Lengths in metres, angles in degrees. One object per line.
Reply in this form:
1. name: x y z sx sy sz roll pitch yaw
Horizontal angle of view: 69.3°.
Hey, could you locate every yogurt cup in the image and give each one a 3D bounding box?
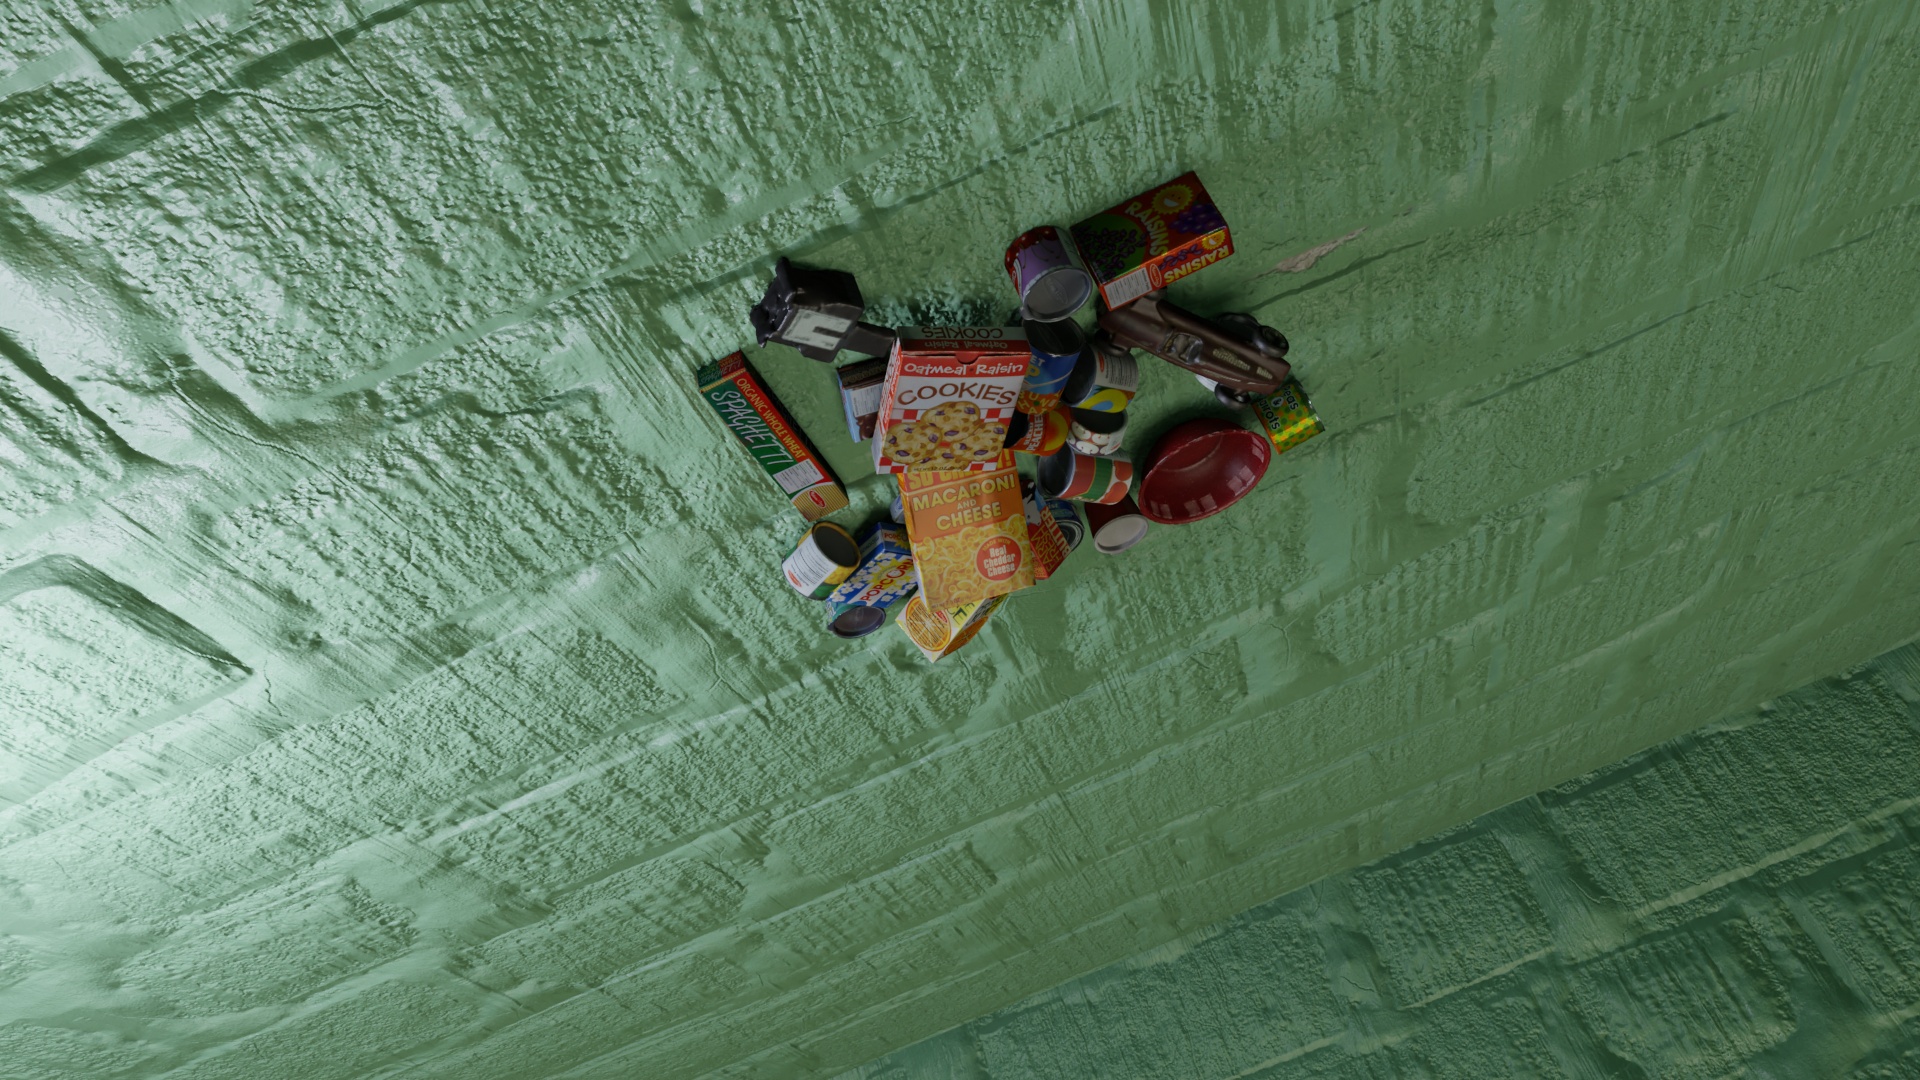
1. yogurt cup: 0.178 -0.026 1.616 0.072 0.054 0.072 -14 145 -10

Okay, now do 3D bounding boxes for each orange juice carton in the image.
1. orange juice carton: 0.010 0.050 1.596 0.072 0.073 0.191 -25 158 -48

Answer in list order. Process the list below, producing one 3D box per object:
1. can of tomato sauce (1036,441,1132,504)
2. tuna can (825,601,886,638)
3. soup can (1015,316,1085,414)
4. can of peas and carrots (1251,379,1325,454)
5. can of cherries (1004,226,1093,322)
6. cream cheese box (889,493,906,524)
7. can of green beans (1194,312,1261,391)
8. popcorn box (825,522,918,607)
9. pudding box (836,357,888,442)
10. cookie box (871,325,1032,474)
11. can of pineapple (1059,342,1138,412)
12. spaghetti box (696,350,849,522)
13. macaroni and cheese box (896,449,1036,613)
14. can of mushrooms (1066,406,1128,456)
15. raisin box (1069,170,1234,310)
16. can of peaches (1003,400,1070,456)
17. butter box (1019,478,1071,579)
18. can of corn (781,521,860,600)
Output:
1. can of tomato sauce: 0.135 -0.073 1.516 0.083 0.071 0.071 6 138 -35
2. tuna can: -0.125 0.083 1.626 0.071 0.033 0.070 -14 145 -10
3. soup can: 0.074 -0.173 1.347 0.071 0.071 0.083 -4 143 -23
4. can of peas and carrots: 0.365 -0.139 1.550 0.058 0.071 0.071 -29 145 13
5. can of cherries: 0.077 -0.241 1.262 0.071 0.058 0.071 -15 146 -10
6. cream cheese box: -0.021 -0.037 1.522 0.104 0.024 0.053 10 135 -37
7. can of green beans: 0.279 -0.191 1.431 0.071 0.071 0.057 -2 142 -25
8. popcorn box: -0.086 0.029 1.548 0.085 0.038 0.126 8 147 -36
9. pudding box: -0.089 -0.136 1.345 0.050 0.030 0.083 -18 146 -7
10. cookie box: -0.011 -0.131 1.318 0.123 0.040 0.166 -2 143 -16
11. can of pineapple: 0.136 -0.163 1.395 0.058 0.071 0.070 5 138 -33
12. spaghetti box: -0.178 -0.096 1.353 0.050 0.029 0.249 -25 146 6
13. macaroni and cheese box: 0.005 -0.018 1.474 0.124 0.040 0.165 -15 111 -12
14. can of mushrooms: 0.139 -0.124 1.453 0.071 0.071 0.033 -8 144 -18
15. raisin box: 0.171 -0.270 1.247 0.123 0.086 0.040 -24 141 5
16. can of peaches: 0.071 -0.121 1.415 0.058 0.071 0.071 8 136 -37
17. butter box: 0.082 -0.012 1.544 0.024 0.053 0.103 -6 122 46
18. can of corn: -0.149 0.021 1.500 0.071 0.071 0.058 16 131 -41
